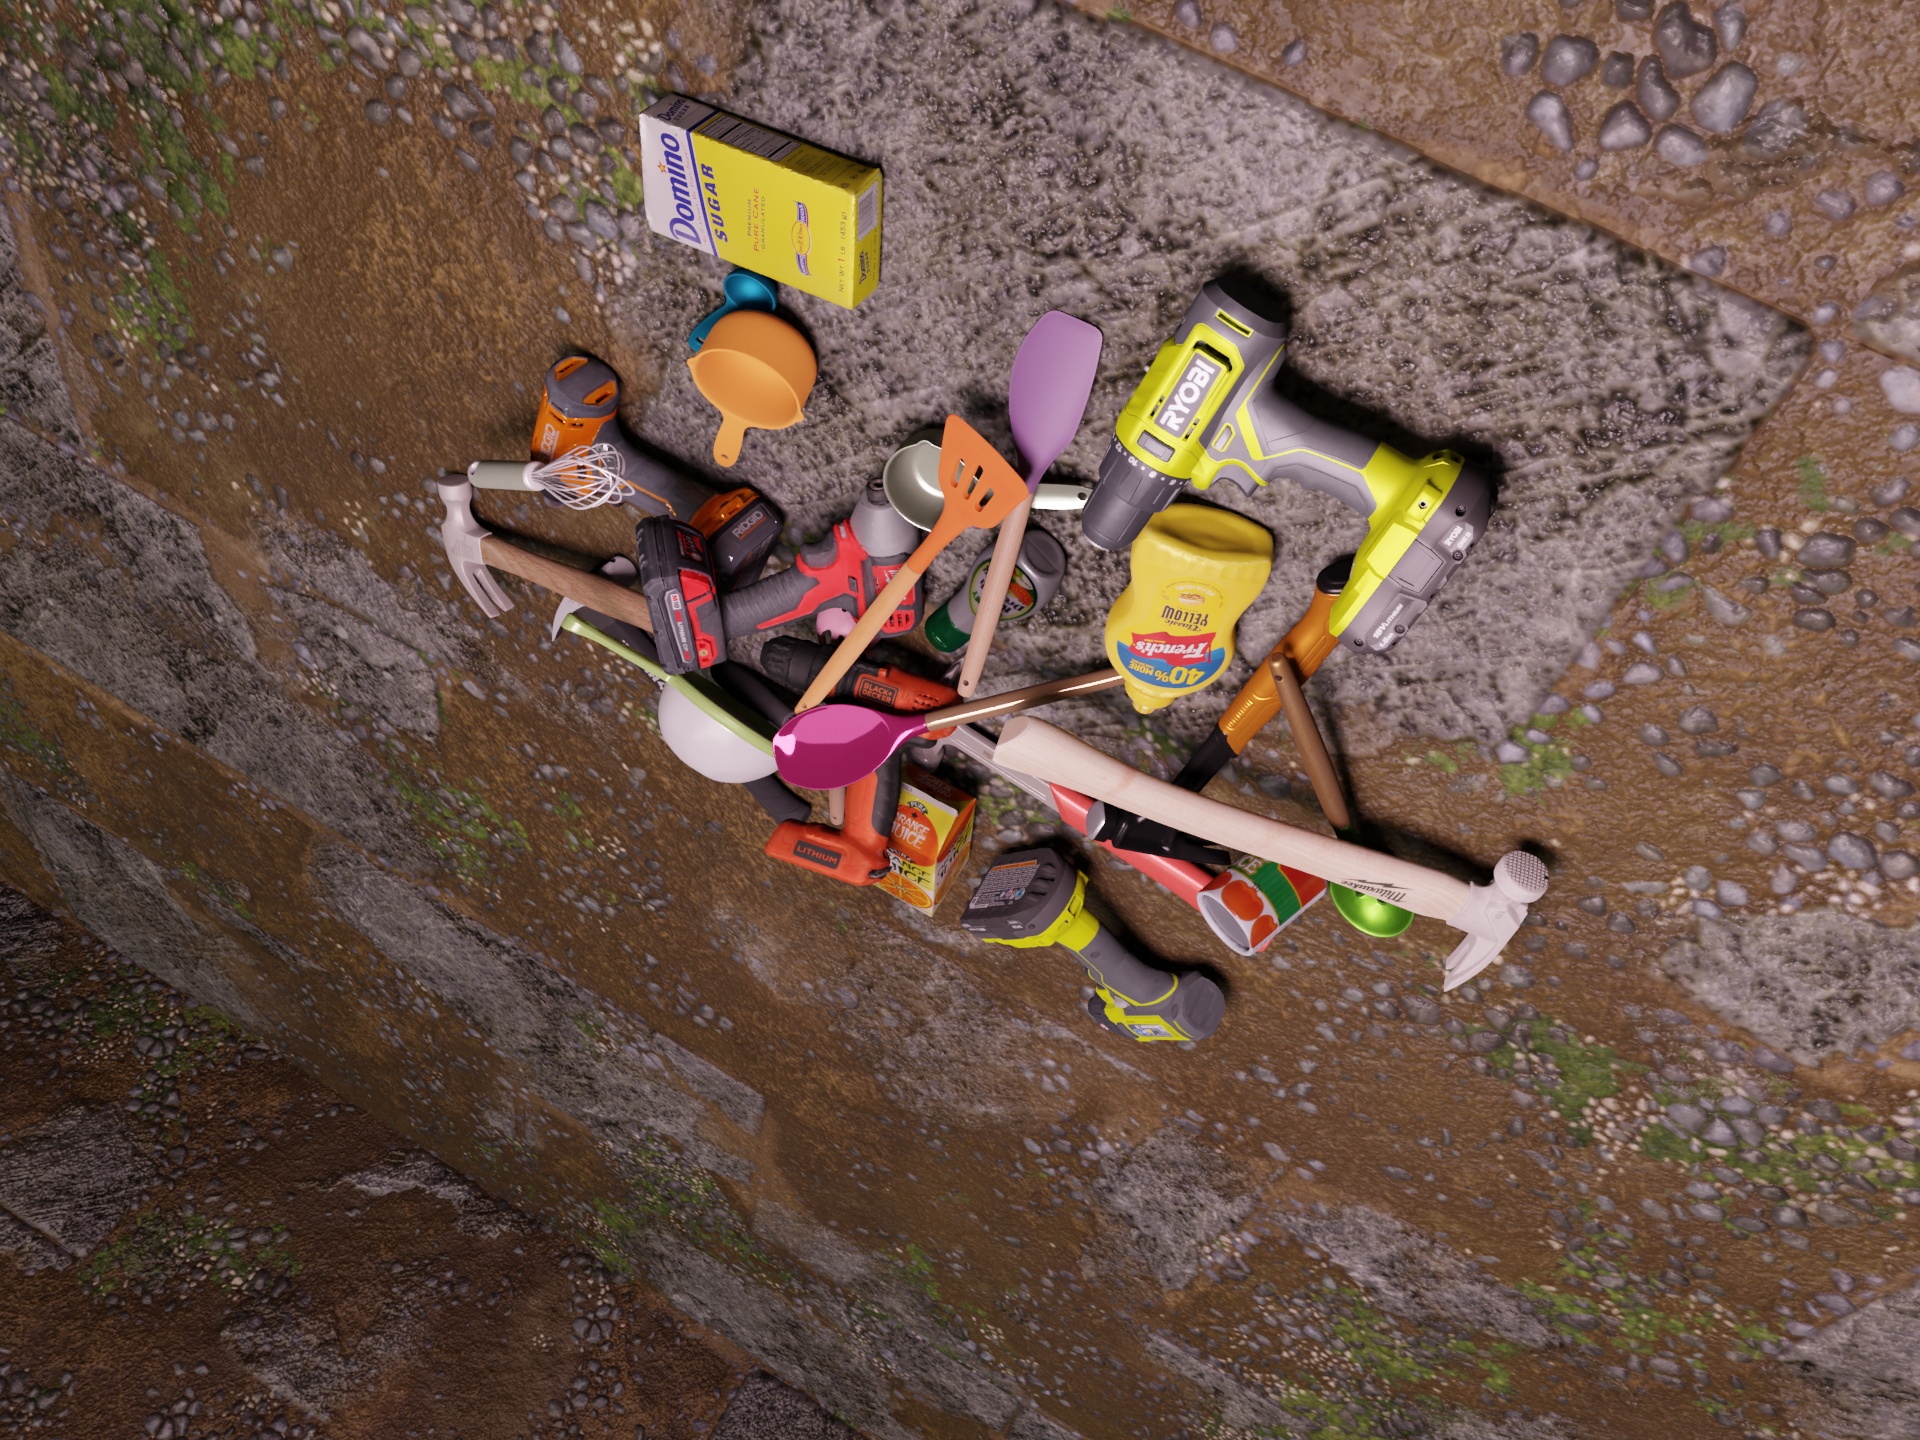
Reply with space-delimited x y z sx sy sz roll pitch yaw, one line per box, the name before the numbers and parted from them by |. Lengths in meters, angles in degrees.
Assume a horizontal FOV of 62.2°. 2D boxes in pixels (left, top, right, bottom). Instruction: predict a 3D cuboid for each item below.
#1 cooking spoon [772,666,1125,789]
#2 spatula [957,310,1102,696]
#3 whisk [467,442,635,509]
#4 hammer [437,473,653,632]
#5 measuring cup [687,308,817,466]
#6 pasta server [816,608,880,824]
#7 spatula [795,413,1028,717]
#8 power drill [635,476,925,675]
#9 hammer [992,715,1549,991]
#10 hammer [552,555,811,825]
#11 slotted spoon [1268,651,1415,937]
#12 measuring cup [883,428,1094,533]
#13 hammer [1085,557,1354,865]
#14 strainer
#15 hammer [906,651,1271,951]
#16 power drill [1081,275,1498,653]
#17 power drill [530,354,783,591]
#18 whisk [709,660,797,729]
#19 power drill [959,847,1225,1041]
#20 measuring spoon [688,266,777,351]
cooking spoon | -0.002 -0.004 1.280 0.319 0.017 0.069 -14 95 13
spatula | 0.038 -0.148 1.160 0.060 0.018 0.315 27 126 16
whisk | -0.345 -0.202 1.315 0.246 0.058 0.059 11 166 47
hammer | -0.361 -0.126 1.476 0.331 0.031 0.130 22 128 28
measuring cup | -0.163 -0.254 1.233 0.095 0.052 0.173 25 157 -8
pasta server | -0.109 -0.002 1.470 0.060 0.040 0.316 25 144 14
spatula | -0.052 -0.100 1.214 0.081 0.041 0.322 46 127 7
power drill | -0.137 -0.118 1.253 0.219 0.079 0.143 -10 138 -8
hammer | 0.220 0.092 1.211 0.410 0.038 0.146 20 138 3
hammer | -0.267 -0.010 1.570 0.146 0.035 0.334 -22 115 46
slotted spoon | 0.283 0.060 1.200 0.070 0.031 0.313 2 139 35
measuring cup | 0.026 -0.178 1.183 0.167 0.038 0.083 6 131 17
hammer | 0.220 0.002 1.195 0.127 0.034 0.336 12 139 -18
strainer | -0.261 -0.009 1.429 0.256 0.069 0.152 33 -177 -33
hammer | 0.120 0.082 1.373 0.359 0.037 0.149 33 142 6
power drill | 0.202 -0.145 1.015 0.228 0.080 0.190 34 123 3
power drill | -0.273 -0.186 1.362 0.226 0.084 0.164 40 142 2
whisk | -0.153 -0.002 1.449 0.239 0.055 0.055 33 146 35
power drill | 0.115 0.218 1.468 0.223 0.080 0.171 41 153 -18
measuring spoon | -0.175 -0.313 1.211 0.042 0.021 0.128 35 153 -22
